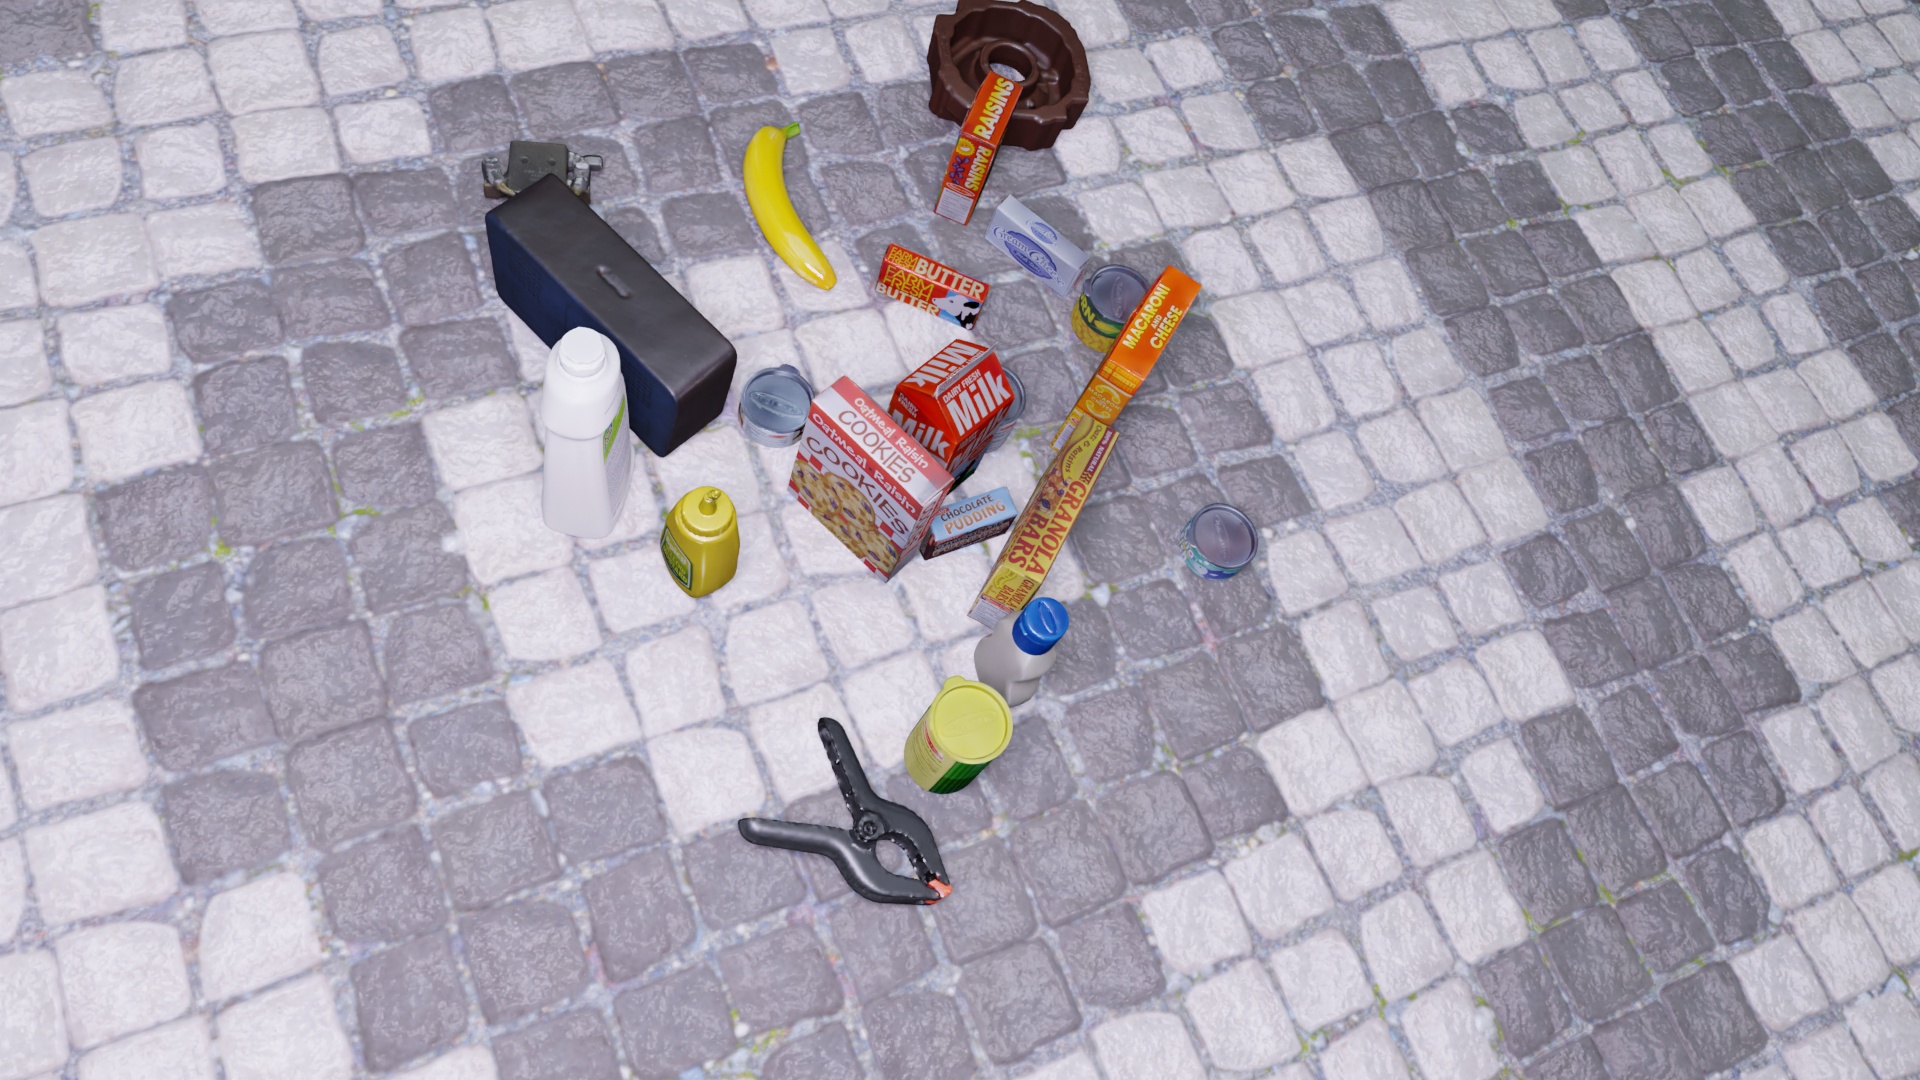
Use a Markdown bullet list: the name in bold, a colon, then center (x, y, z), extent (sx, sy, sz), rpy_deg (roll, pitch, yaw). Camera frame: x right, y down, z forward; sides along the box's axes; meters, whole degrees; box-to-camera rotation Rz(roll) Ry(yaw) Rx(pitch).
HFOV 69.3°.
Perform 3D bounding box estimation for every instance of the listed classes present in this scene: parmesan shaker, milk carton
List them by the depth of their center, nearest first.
- **parmesan shaker**: center (-0.004, 0.156, 1.109), extent (0.071, 0.102, 0.071), rpy_deg (6, 65, -12)
- **milk carton**: center (-0.015, -0.101, 1.173), extent (0.073, 0.189, 0.072), rpy_deg (46, 64, 8)

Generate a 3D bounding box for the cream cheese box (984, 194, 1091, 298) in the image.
- **cream cheese box**: center (0.074, -0.286, 1.357), extent (0.104, 0.053, 0.024), rpy_deg (39, 63, 5)

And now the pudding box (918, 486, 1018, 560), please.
- **pudding box**: center (0.004, -0.015, 1.218), extent (0.084, 0.049, 0.030), rpy_deg (-19, 73, -21)

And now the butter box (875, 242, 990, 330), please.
- **butter box**: center (-0.027, -0.238, 1.309), extent (0.103, 0.053, 0.024), rpy_deg (23, 63, -4)

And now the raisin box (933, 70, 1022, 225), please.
- **raisin box**: center (0.016, -0.378, 1.343), extent (0.040, 0.123, 0.086), rpy_deg (24, 63, -3)

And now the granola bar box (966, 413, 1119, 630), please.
- **granola bar box**: center (0.071, -0.012, 1.193), extent (0.039, 0.123, 0.166), rpy_deg (30, 63, -1)

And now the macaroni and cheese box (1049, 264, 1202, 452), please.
- **macaroni and cheese box**: center (0.146, -0.155, 1.253), extent (0.040, 0.165, 0.124), rpy_deg (33, 63, 1)

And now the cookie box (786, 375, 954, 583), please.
- **cookie box**: center (-0.077, -0.047, 1.145), extent (0.123, 0.166, 0.040), rpy_deg (43, 64, 7)

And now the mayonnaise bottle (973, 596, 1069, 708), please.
- **mayonnaise bottle**: center (0.050, 0.088, 1.128), extent (0.041, 0.147, 0.065), rpy_deg (-17, 72, -21)

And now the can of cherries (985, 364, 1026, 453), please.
- **can of cherries**: center (0.019, -0.122, 1.265), extent (0.071, 0.058, 0.072), rpy_deg (6, 65, -12)

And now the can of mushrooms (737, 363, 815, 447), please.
- **can of mushrooms**: center (-0.162, -0.119, 1.230), extent (0.071, 0.033, 0.071), rpy_deg (6, 65, -12)

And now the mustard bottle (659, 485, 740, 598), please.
- **mustard bottle**: center (-0.204, -0.007, 1.098), extent (0.049, 0.159, 0.065), rpy_deg (-31, 77, -24)

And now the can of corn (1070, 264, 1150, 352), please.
- **can of corn**: center (0.143, -0.224, 1.344), extent (0.071, 0.058, 0.071), rpy_deg (6, 65, -12)

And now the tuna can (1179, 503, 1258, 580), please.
- **tuna can**: center (0.235, 0.002, 1.280), extent (0.071, 0.032, 0.071), rpy_deg (6, 65, -12)
